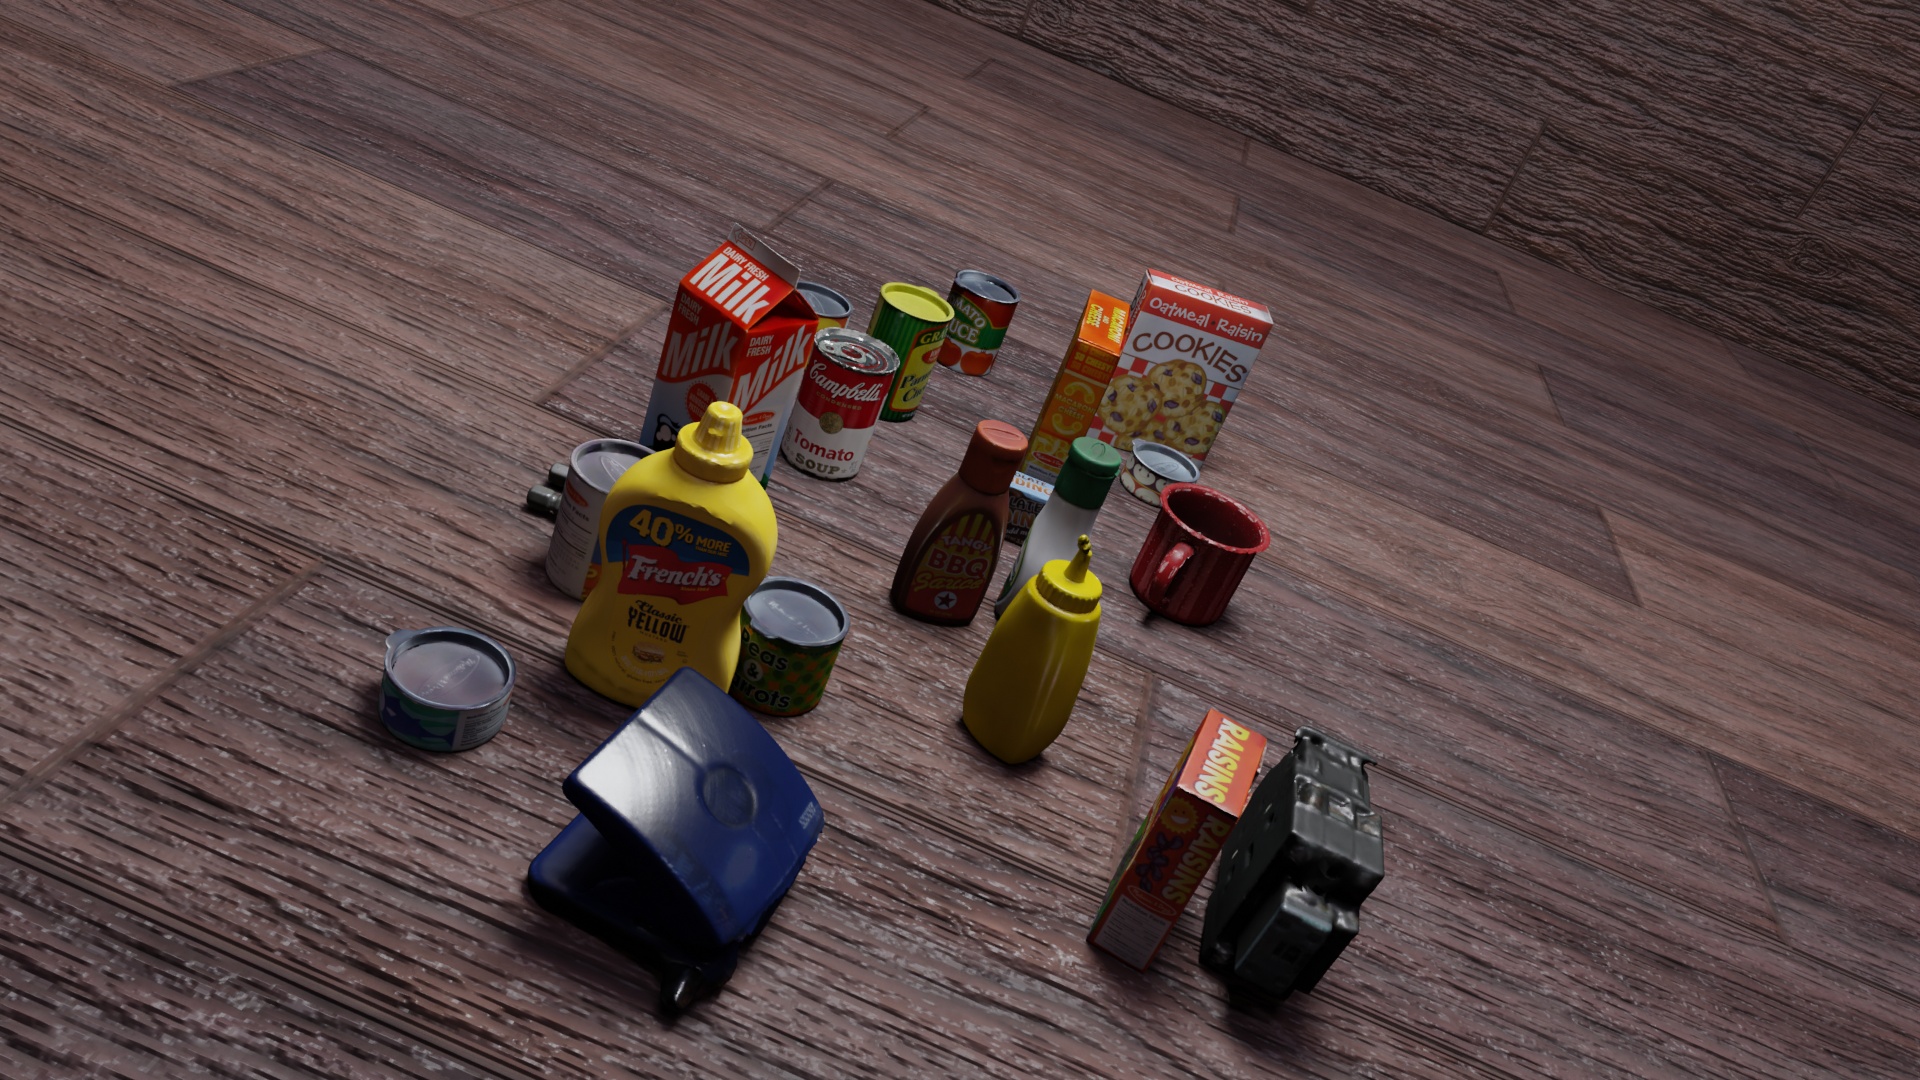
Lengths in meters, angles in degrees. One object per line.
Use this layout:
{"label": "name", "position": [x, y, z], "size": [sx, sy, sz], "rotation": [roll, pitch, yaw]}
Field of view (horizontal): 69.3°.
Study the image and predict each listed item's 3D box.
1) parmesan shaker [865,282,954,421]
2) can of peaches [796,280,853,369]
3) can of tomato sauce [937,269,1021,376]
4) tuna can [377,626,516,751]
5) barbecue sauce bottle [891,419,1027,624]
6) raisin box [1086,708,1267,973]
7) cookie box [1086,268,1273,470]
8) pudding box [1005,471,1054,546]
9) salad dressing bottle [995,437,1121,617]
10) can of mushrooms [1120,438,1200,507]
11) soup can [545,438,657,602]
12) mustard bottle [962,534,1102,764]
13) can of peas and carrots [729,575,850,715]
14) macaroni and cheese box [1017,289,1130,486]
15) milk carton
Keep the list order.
{"label": "parmesan shaker", "position": [-0.052, -0.163, 1.207], "size": [0.071, 0.102, 0.071], "rotation": [17, 30, -10]}
{"label": "can of peaches", "position": [-0.138, -0.192, 1.240], "size": [0.071, 0.057, 0.071], "rotation": [17, 30, -10]}
{"label": "can of tomato sauce", "position": [0.012, -0.211, 1.346], "size": [0.071, 0.082, 0.071], "rotation": [17, 30, -10]}
{"label": "tuna can", "position": [-0.275, 0.077, 0.737], "size": [0.071, 0.032, 0.071], "rotation": [17, 30, -10]}
{"label": "barbecue sauce bottle", "position": [0.003, -0.012, 0.953], "size": [0.065, 0.147, 0.044], "rotation": [12, 31, -18]}
{"label": "raisin box", "position": [0.121, 0.166, 0.770], "size": [0.040, 0.122, 0.086], "rotation": [28, 30, 10]}
{"label": "cookie box", "position": [0.200, -0.158, 1.303], "size": [0.123, 0.166, 0.040], "rotation": [16, 30, -12]}
{"label": "pudding box", "position": [0.037, -0.030, 1.105], "size": [0.084, 0.049, 0.030], "rotation": [23, 29, 0]}
{"label": "salad dressing bottle", "position": [0.070, -0.003, 0.985], "size": [0.044, 0.147, 0.064], "rotation": [26, 30, 6]}
{"label": "can of mushrooms", "position": [0.180, -0.061, 1.267], "size": [0.071, 0.033, 0.071], "rotation": [17, 30, -10]}
{"label": "soup can", "position": [-0.216, -0.012, 0.870], "size": [0.071, 0.083, 0.072], "rotation": [17, 30, -10]}
{"label": "mustard bottle", "position": [0.052, 0.063, 0.854], "size": [0.049, 0.159, 0.065], "rotation": [-13, 45, -46]}
{"label": "can of peas and carrots", "position": [-0.108, 0.065, 0.843], "size": [0.071, 0.058, 0.071], "rotation": [17, 30, -10]}
{"label": "macaroni and cheese box", "position": [0.090, -0.110, 1.153], "size": [0.040, 0.165, 0.124], "rotation": [22, 29, -1]}
{"label": "milk carton", "position": [-0.161, -0.121, 0.978], "size": [0.072, 0.189, 0.074], "rotation": [38, 33, 25]}
